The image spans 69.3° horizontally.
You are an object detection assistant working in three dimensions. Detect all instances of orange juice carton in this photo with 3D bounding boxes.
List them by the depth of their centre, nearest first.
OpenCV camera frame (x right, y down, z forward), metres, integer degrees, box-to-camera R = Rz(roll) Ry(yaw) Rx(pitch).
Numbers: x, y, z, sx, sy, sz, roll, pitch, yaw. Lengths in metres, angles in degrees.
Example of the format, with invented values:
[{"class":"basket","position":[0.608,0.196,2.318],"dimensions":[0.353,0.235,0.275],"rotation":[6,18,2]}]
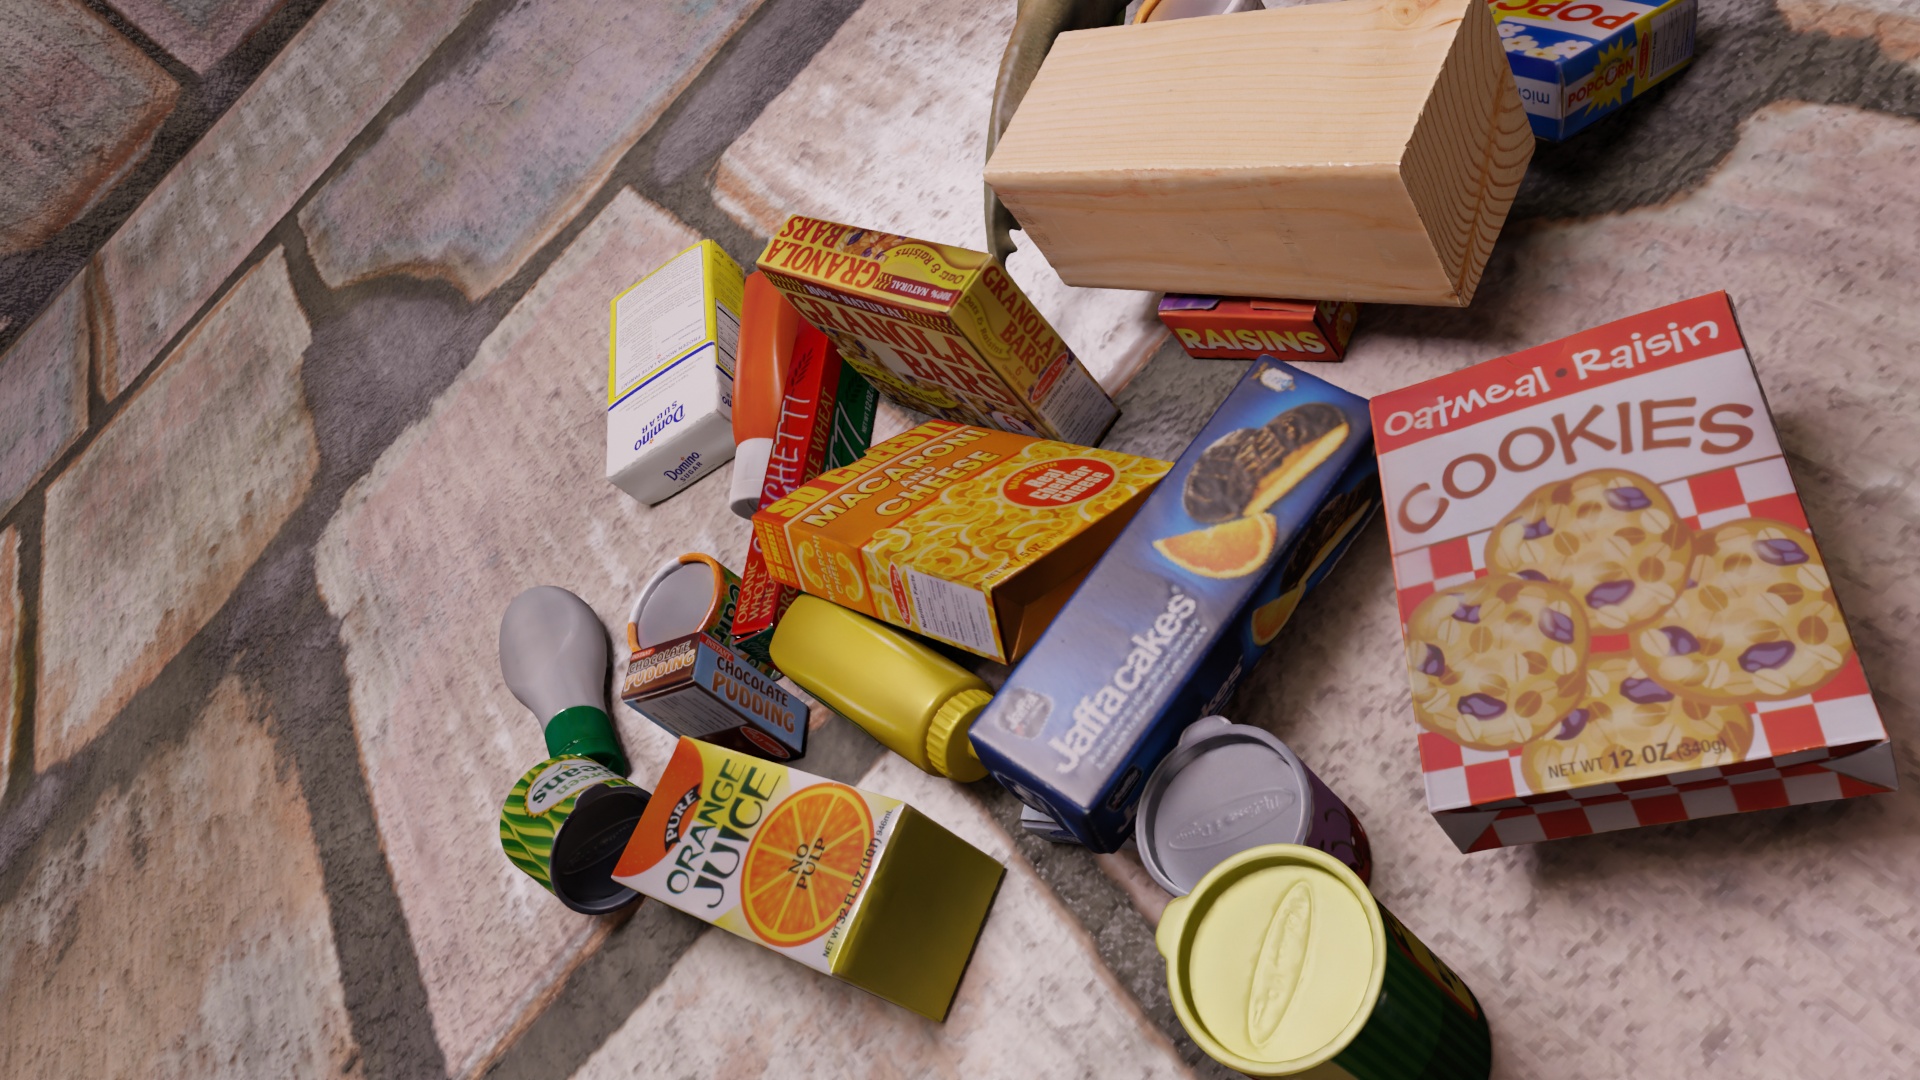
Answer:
[{"class":"orange juice carton","position":[-0.084,0.142,0.617],"dimensions":[0.192,0.073,0.072],"rotation":[6,64,43]}]

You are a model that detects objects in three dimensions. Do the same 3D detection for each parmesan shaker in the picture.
[{"class":"parmesan shaker","position":[0.114,0.143,0.431],"dimensions":[0.071,0.103,0.071],"rotation":[-21,48,26]}]

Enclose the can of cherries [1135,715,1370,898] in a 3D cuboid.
[{"class":"can of cherries","position":[0.106,0.106,0.500],"dimensions":[0.071,0.058,0.072],"rotation":[-22,48,27]}]

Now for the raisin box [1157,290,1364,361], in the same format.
[{"class":"raisin box","position":[0.158,-0.146,0.663],"dimensions":[0.086,0.040,0.124],"rotation":[9,67,42]}]

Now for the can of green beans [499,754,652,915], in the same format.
[{"class":"can of green beans","position":[-0.191,0.148,0.706],"dimensions":[0.058,0.071,0.071],"rotation":[15,70,45]}]

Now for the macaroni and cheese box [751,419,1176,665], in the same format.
[{"class":"macaroni and cheese box","position":[0.002,-0.008,0.642],"dimensions":[0.124,0.040,0.166],"rotation":[-31,31,-35]}]

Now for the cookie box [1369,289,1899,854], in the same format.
[{"class":"cookie box","position":[0.207,0.007,0.453],"dimensions":[0.122,0.040,0.168],"rotation":[-17,50,27]}]

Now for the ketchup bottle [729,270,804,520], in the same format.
[{"class":"ketchup bottle","position":[-0.109,-0.084,0.822],"dimensions":[0.043,0.064,0.149],"rotation":[-7,63,21]}]

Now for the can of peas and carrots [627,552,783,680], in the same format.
[{"class":"can of peas and carrots","position":[-0.132,0.048,0.739],"dimensions":[0.071,0.058,0.071],"rotation":[-22,48,27]}]

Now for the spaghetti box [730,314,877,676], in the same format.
[{"class":"spaghetti box","position":[-0.079,-0.044,0.772],"dimensions":[0.028,0.050,0.251],"rotation":[-17,50,31]}]

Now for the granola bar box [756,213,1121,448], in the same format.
[{"class":"granola bar box","position":[-0.014,-0.104,0.708],"dimensions":[0.166,0.124,0.039],"rotation":[24,75,47]}]

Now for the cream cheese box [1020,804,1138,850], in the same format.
[{"class":"cream cheese box","position":[0.065,0.076,0.581],"dimensions":[0.053,0.024,0.104],"rotation":[-3,58,39]}]

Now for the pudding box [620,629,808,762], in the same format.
[{"class":"pudding box","position":[-0.120,0.081,0.686],"dimensions":[0.049,0.083,0.030],"rotation":[-19,46,29]}]

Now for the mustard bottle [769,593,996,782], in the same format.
[{"class":"mustard bottle","position":[-0.023,0.071,0.626],"dimensions":[0.160,0.065,0.049],"rotation":[26,84,47]}]

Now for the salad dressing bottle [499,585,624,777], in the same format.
[{"class":"salad dressing bottle","position":[-0.229,0.086,0.802],"dimensions":[0.064,0.044,0.148],"rotation":[-41,43,5]}]

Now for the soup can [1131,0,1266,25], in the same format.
[{"class":"soup can","position":[0.135,-0.249,0.727],"dimensions":[0.071,0.083,0.072],"rotation":[-22,47,26]}]

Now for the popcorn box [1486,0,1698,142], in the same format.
[{"class":"popcorn box","position":[0.249,-0.226,0.628],"dimensions":[0.085,0.038,0.127],"rotation":[-32,39,-16]}]
